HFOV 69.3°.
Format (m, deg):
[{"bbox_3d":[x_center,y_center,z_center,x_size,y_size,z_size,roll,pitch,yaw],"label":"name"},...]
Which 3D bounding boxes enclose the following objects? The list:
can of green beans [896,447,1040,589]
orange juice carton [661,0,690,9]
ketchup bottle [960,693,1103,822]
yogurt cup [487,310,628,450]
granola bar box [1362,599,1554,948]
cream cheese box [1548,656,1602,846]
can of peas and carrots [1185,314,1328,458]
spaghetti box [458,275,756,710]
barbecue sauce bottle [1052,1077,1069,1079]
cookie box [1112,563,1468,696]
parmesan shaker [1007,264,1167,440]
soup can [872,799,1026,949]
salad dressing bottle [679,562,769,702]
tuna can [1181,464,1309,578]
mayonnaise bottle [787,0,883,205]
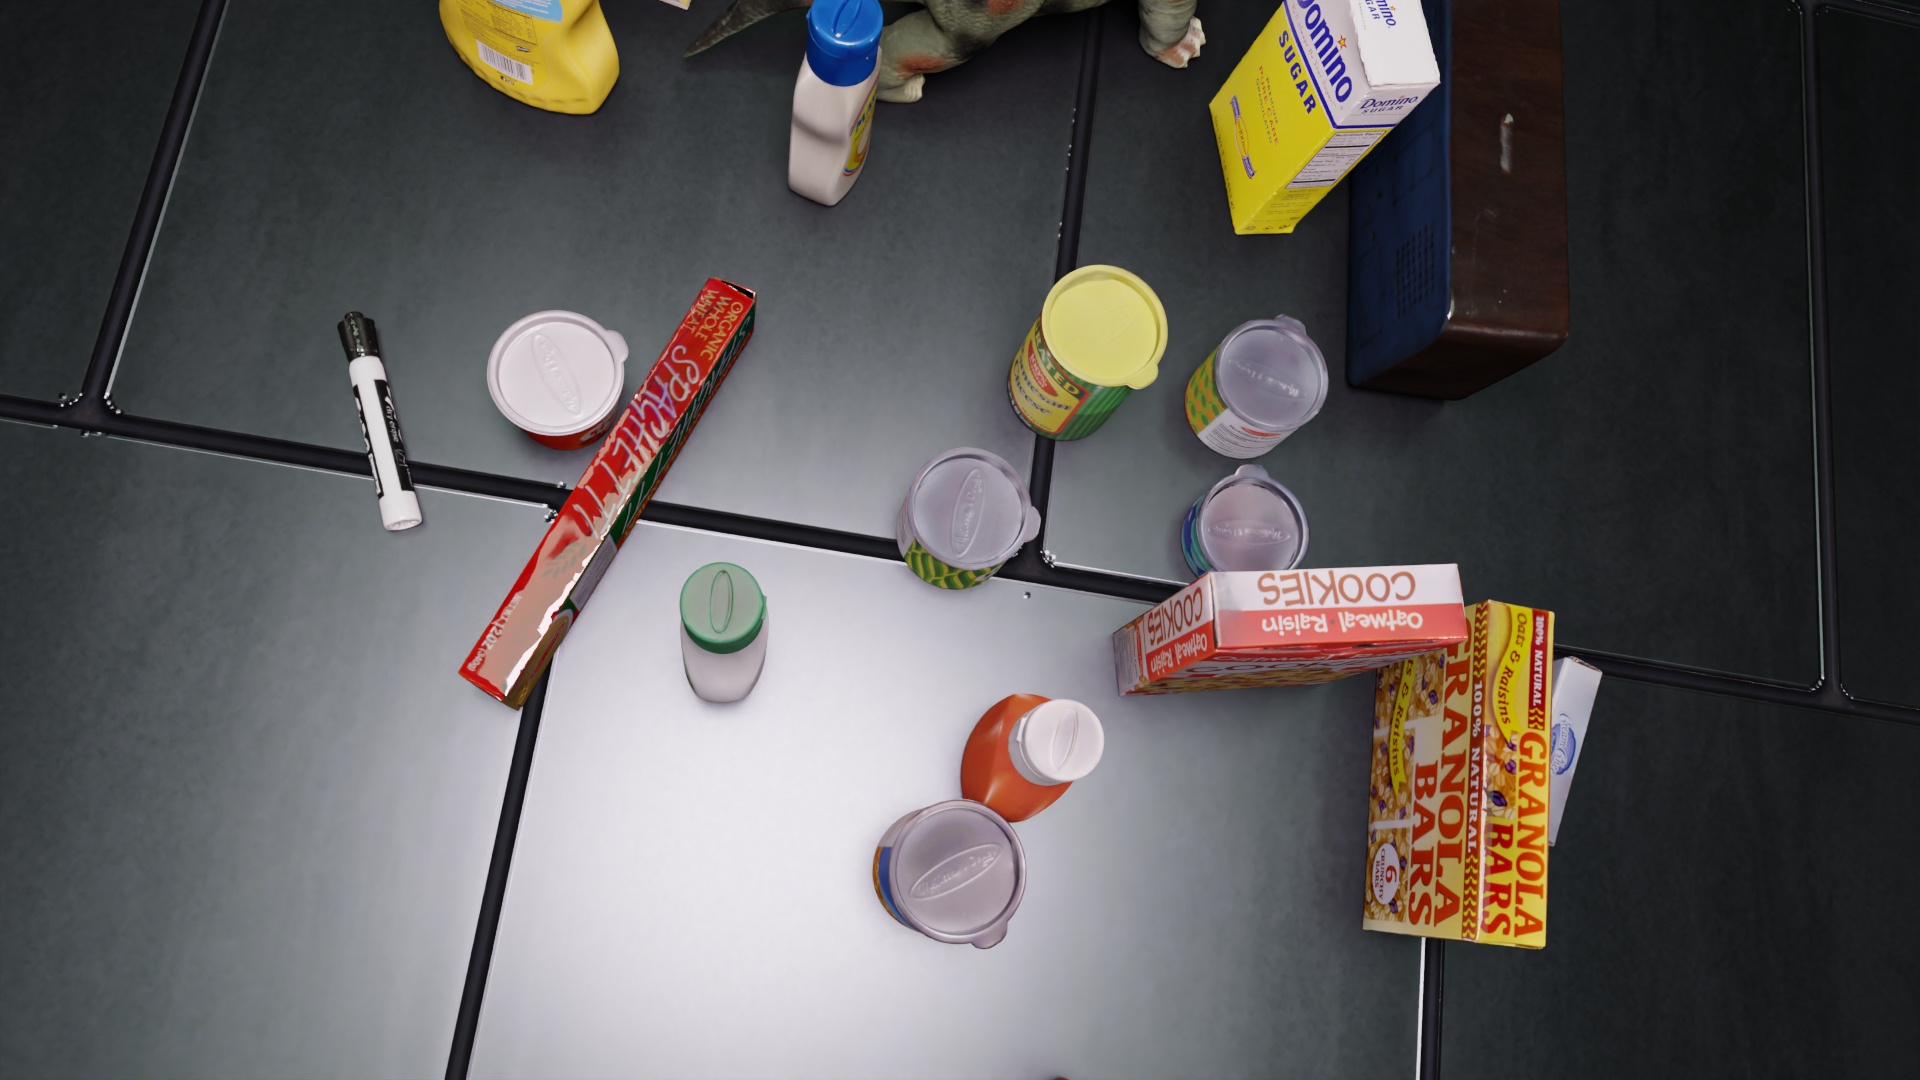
[{"bbox_3d":[0.001,-0.010,0.751,0.071,0.057,0.071,2,76,-9],"label":"can of green beans"},{"bbox_3d":[-0.170,-0.380,0.744,0.072,0.192,0.073,19,75,-5],"label":"orange juice carton"},{"bbox_3d":[0.033,0.104,0.681,0.043,0.148,0.065,17,75,-5],"label":"ketchup bottle"},{"bbox_3d":[-0.211,-0.081,0.736,0.072,0.053,0.072,2,76,-9],"label":"yogurt cup"},{"bbox_3d":[0.259,0.124,0.726,0.039,0.124,0.166,10,75,-7],"label":"granola bar box"},{"bbox_3d":[0.320,0.118,0.775,0.024,0.053,0.104,24,74,-3],"label":"cream cheese box"},{"bbox_3d":[0.169,-0.088,0.798,0.071,0.058,0.071,2,76,-9],"label":"can of peas and carrots"},{"bbox_3d":[-0.179,-0.028,0.730,0.029,0.050,0.251,29,74,-2],"label":"spaghetti box"},{"bbox_3d":[0.067,0.291,0.641,0.044,0.148,0.065,-29,83,-14],"label":"barbecue sauce bottle"},{"bbox_3d":[0.159,0.049,0.706,0.123,0.167,0.040,-2,77,-10],"label":"cookie box"},{"bbox_3d":[0.068,-0.097,0.760,0.071,0.103,0.071,2,76,-9],"label":"parmesan shaker"},{"bbox_3d":[-0.007,0.167,0.693,0.071,0.083,0.071,2,76,-9],"label":"soup can"},{"bbox_3d":[-0.115,0.042,0.672,0.044,0.147,0.064,4,76,-8],"label":"salad dressing bottle"},{"bbox_3d":[0.161,-0.005,0.789,0.071,0.032,0.071,2,76,-9],"label":"tuna can"},{"bbox_3d":[-0.067,-0.240,0.750,0.041,0.147,0.065,24,74,-3],"label":"mayonnaise bottle"}]
